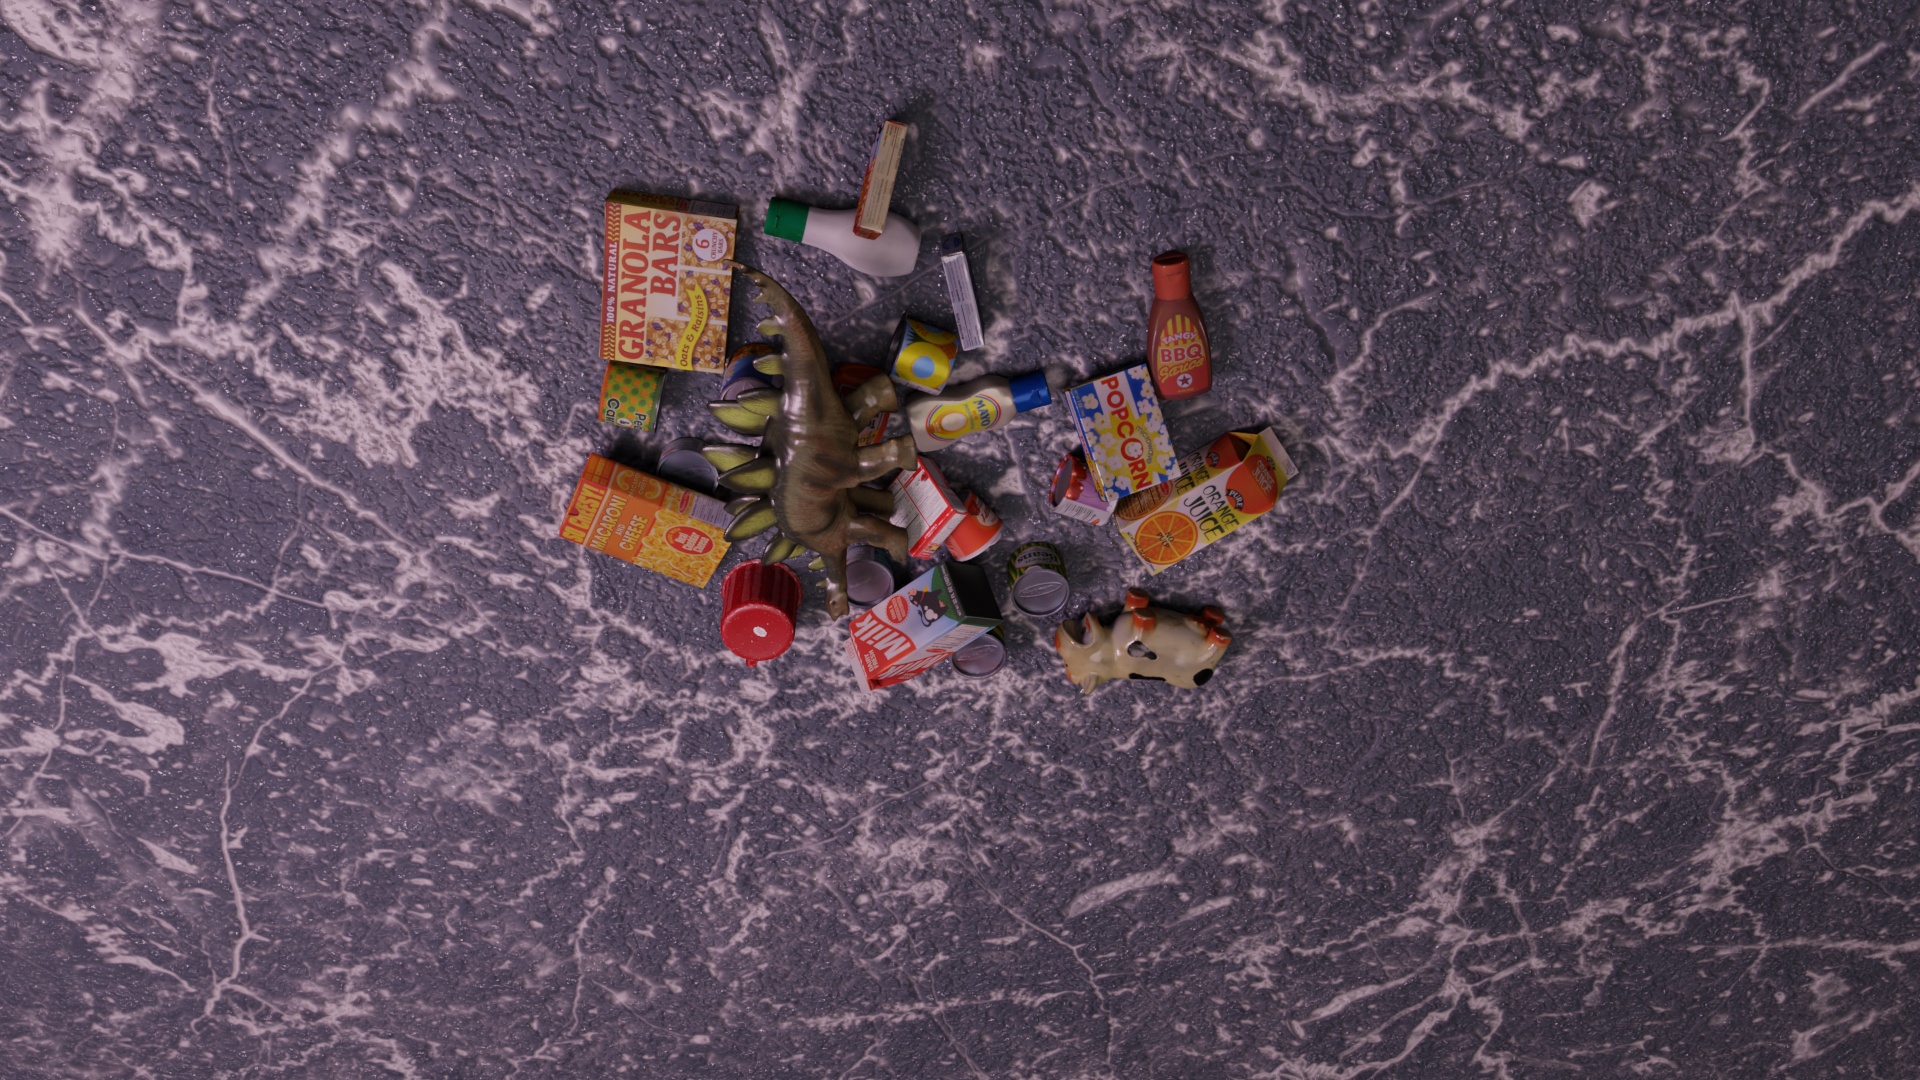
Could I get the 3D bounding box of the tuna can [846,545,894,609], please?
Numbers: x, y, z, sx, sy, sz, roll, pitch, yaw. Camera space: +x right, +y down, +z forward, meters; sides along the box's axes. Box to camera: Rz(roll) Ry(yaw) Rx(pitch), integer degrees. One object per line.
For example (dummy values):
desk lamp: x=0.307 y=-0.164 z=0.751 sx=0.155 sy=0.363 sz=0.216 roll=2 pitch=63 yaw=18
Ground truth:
tuna can: x=-0.106 y=0.043 z=1.556 sx=0.071 sy=0.033 sz=0.070 roll=-2 pitch=122 yaw=-3

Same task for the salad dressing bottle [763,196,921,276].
salad dressing bottle: x=-0.114 y=-0.296 z=1.340 sx=0.148 sy=0.044 sz=0.064 roll=12 pitch=115 yaw=-10

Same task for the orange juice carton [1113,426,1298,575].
orange juice carton: x=0.265 y=-0.050 z=1.502 sx=0.192 sy=0.073 sz=0.071 roll=-30 pitch=119 yaw=14

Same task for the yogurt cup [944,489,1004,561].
yogurt cup: x=0.005 y=-0.019 z=1.509 sx=0.072 sy=0.073 sz=0.054 roll=-32 pitch=111 yaw=15

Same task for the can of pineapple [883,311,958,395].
can of pineapple: x=-0.040 y=-0.187 z=1.399 sx=0.058 sy=0.071 sz=0.070 roll=17 pitch=119 yaw=-14

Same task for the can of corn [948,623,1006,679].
can of corn: x=0.017 y=0.114 z=1.594 sx=0.071 sy=0.058 sz=0.070 roll=-2 pitch=122 yaw=-3

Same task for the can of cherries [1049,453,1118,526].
can of cherries: x=0.134 y=-0.057 z=1.495 sx=0.058 sy=0.072 sz=0.071 roll=16 pitch=119 yaw=-13

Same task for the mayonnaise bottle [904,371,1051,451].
mayonnaise bottle: x=0.019 y=-0.140 z=1.446 sx=0.148 sy=0.041 sz=0.064 roll=-15 pitch=120 yaw=6

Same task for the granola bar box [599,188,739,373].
granola bar box: x=-0.285 y=-0.250 z=1.358 sx=0.124 sy=0.039 sz=0.164 roll=6 pitch=121 yaw=-8

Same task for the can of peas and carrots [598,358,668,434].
can of peas and carrots: x=-0.331 y=-0.144 z=1.402 sx=0.059 sy=0.071 sz=0.070 roll=11 pitch=120 yaw=-10

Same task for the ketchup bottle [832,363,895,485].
ketchup bottle: x=-0.112 y=-0.110 z=1.455 sx=0.065 sy=0.044 sz=0.148 roll=9 pitch=121 yaw=-11

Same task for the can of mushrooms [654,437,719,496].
can of mushrooms: x=-0.288 y=-0.072 z=1.472 sx=0.071 sy=0.033 sz=0.070 roll=-2 pitch=122 yaw=-3

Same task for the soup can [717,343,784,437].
soup can: x=-0.210 y=-0.152 z=1.398 sx=0.071 sy=0.084 sz=0.071 roll=-2 pitch=122 yaw=-3

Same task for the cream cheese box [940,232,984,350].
cream cheese box: x=0.003 y=-0.246 z=1.373 sx=0.024 sy=0.053 sz=0.103 roll=-11 pitch=122 yaw=5

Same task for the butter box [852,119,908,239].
butter box: x=-0.075 y=-0.334 z=1.290 sx=0.024 sy=0.053 sz=0.103 roll=13 pitch=94 yaw=-13

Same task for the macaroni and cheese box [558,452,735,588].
macaroni and cheese box: x=-0.329 y=-0.018 z=1.471 sx=0.166 sy=0.040 sz=0.123 roll=21 pitch=143 yaw=-16

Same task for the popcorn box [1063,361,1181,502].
popcorn box: x=0.168 y=-0.112 z=1.441 sx=0.085 sy=0.038 sz=0.126 roll=-20 pitch=97 yaw=-7

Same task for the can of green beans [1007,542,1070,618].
can of green beans: x=0.087 y=0.044 z=1.556 sx=0.071 sy=0.058 sz=0.071 roll=-2 pitch=122 yaw=-3

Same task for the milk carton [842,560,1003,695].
milk carton: x=-0.054 y=0.101 z=1.547 sx=0.190 sy=0.072 sz=0.073 roll=-34 pitch=155 yaw=28

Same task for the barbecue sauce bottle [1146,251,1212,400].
barbecue sauce bottle: x=0.219 y=-0.218 z=1.411 sx=0.065 sy=0.044 sz=0.147 roll=-9 pitch=122 yaw=3
